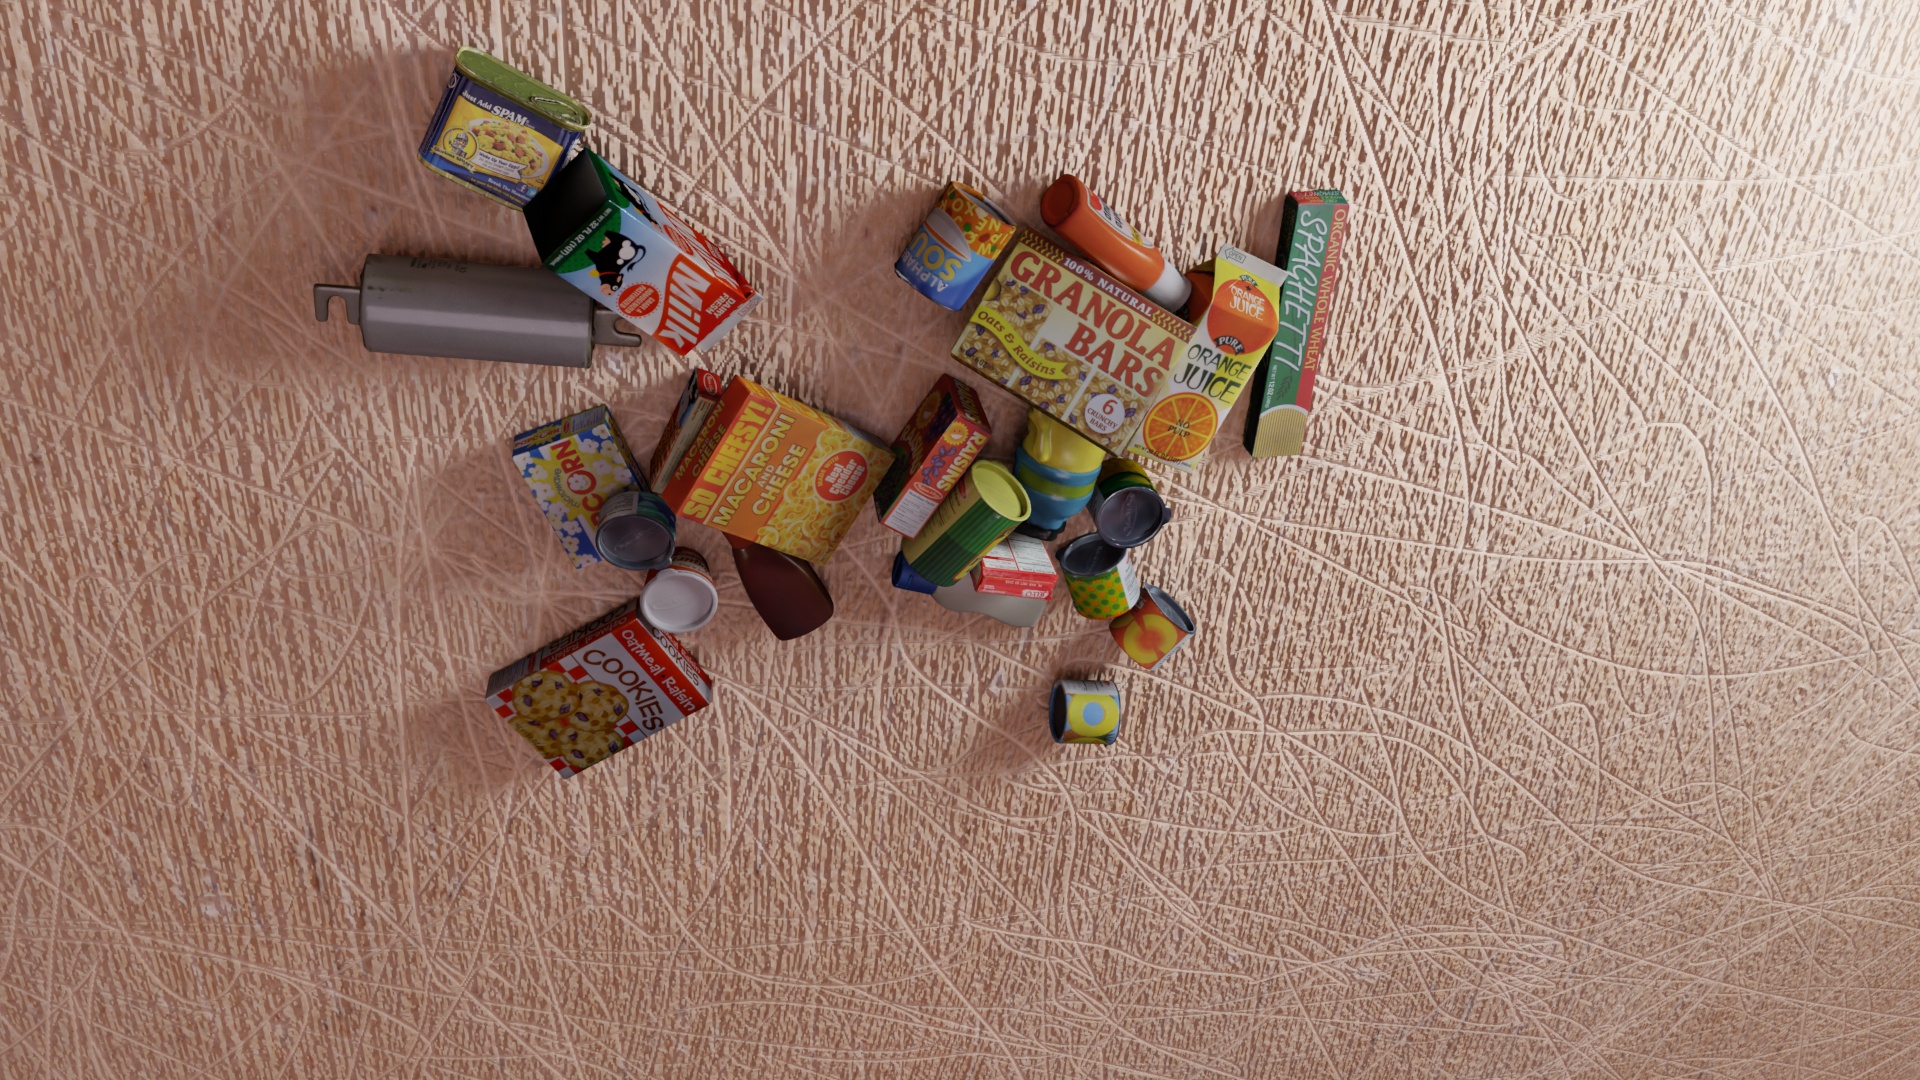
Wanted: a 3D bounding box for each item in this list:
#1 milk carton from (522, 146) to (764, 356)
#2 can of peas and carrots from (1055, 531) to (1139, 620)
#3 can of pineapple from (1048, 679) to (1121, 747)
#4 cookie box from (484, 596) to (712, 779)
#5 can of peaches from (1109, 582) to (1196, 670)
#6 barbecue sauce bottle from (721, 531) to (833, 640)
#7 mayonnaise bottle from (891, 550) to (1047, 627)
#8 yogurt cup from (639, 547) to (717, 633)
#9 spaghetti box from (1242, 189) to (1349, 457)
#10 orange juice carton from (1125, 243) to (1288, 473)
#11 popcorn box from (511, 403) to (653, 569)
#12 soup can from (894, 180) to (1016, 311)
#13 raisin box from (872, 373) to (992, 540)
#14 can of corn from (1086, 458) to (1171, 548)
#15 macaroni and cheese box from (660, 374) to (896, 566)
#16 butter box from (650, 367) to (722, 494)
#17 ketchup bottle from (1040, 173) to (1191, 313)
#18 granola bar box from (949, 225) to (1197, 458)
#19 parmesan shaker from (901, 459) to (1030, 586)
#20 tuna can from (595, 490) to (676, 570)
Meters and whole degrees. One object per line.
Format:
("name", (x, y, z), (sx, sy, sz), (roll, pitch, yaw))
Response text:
("milk carton", (-0.236, -0.210, 1.074), (0.072, 0.074, 0.190), (-39, 143, 13))
("can of peas and carrots", (0.131, 0.034, 1.329), (0.071, 0.071, 0.058), (-20, 124, 1))
("can of pineapple", (0.126, 0.176, 1.414), (0.058, 0.071, 0.070), (3, 121, -12))
("cookie box", (-0.339, 0.140, 1.312), (0.167, 0.040, 0.122), (-28, 123, 7))
("can of peaches", (0.188, 0.085, 1.373), (0.071, 0.071, 0.058), (33, 111, -27))
("barbecue sauce bottle", (-0.175, 0.023, 1.270), (0.065, 0.044, 0.148), (-27, 123, 4))
("mayonnaise bottle", (0.010, 0.041, 1.322), (0.148, 0.041, 0.064), (13, 117, -18))
("yogurt cup", (-0.255, 0.042, 1.259), (0.072, 0.054, 0.072), (-5, 123, -8))
("spaghetti box", (0.298, -0.189, 1.244), (0.050, 0.029, 0.248), (-3, 123, -11))
("orange juice carton", (0.210, -0.163, 1.215), (0.072, 0.073, 0.191), (18, 116, -21))
("popcorn box", (-0.319, -0.045, 1.200), (0.085, 0.038, 0.126), (-20, 124, 1))
("soup can", (-0.005, -0.239, 1.125), (0.071, 0.071, 0.083), (27, 113, -25))
("raisin box", (-0.027, -0.074, 1.214), (0.040, 0.086, 0.123), (27, 113, -24))
("can of corn", (0.154, -0.035, 1.293), (0.071, 0.058, 0.070), (-5, 122, -8))
("macaroni and cheese box", (-0.154, -0.057, 1.187), (0.166, 0.040, 0.123), (22, 107, -44))
("butter box", (-0.234, -0.091, 1.180), (0.024, 0.053, 0.103), (20, 116, -24))
("ketchup bottle", (0.132, -0.242, 1.157), (0.148, 0.065, 0.043), (32, 117, -33))
("granola bar box", (0.092, -0.163, 1.148), (0.165, 0.039, 0.124), (32, 90, 1))
("parmesan shaker", (0.004, -0.015, 1.224), (0.071, 0.072, 0.102), (28, 126, -26))
("tuna can", (-0.274, -0.007, 1.182), (0.071, 0.033, 0.070), (-4, 134, -4))
